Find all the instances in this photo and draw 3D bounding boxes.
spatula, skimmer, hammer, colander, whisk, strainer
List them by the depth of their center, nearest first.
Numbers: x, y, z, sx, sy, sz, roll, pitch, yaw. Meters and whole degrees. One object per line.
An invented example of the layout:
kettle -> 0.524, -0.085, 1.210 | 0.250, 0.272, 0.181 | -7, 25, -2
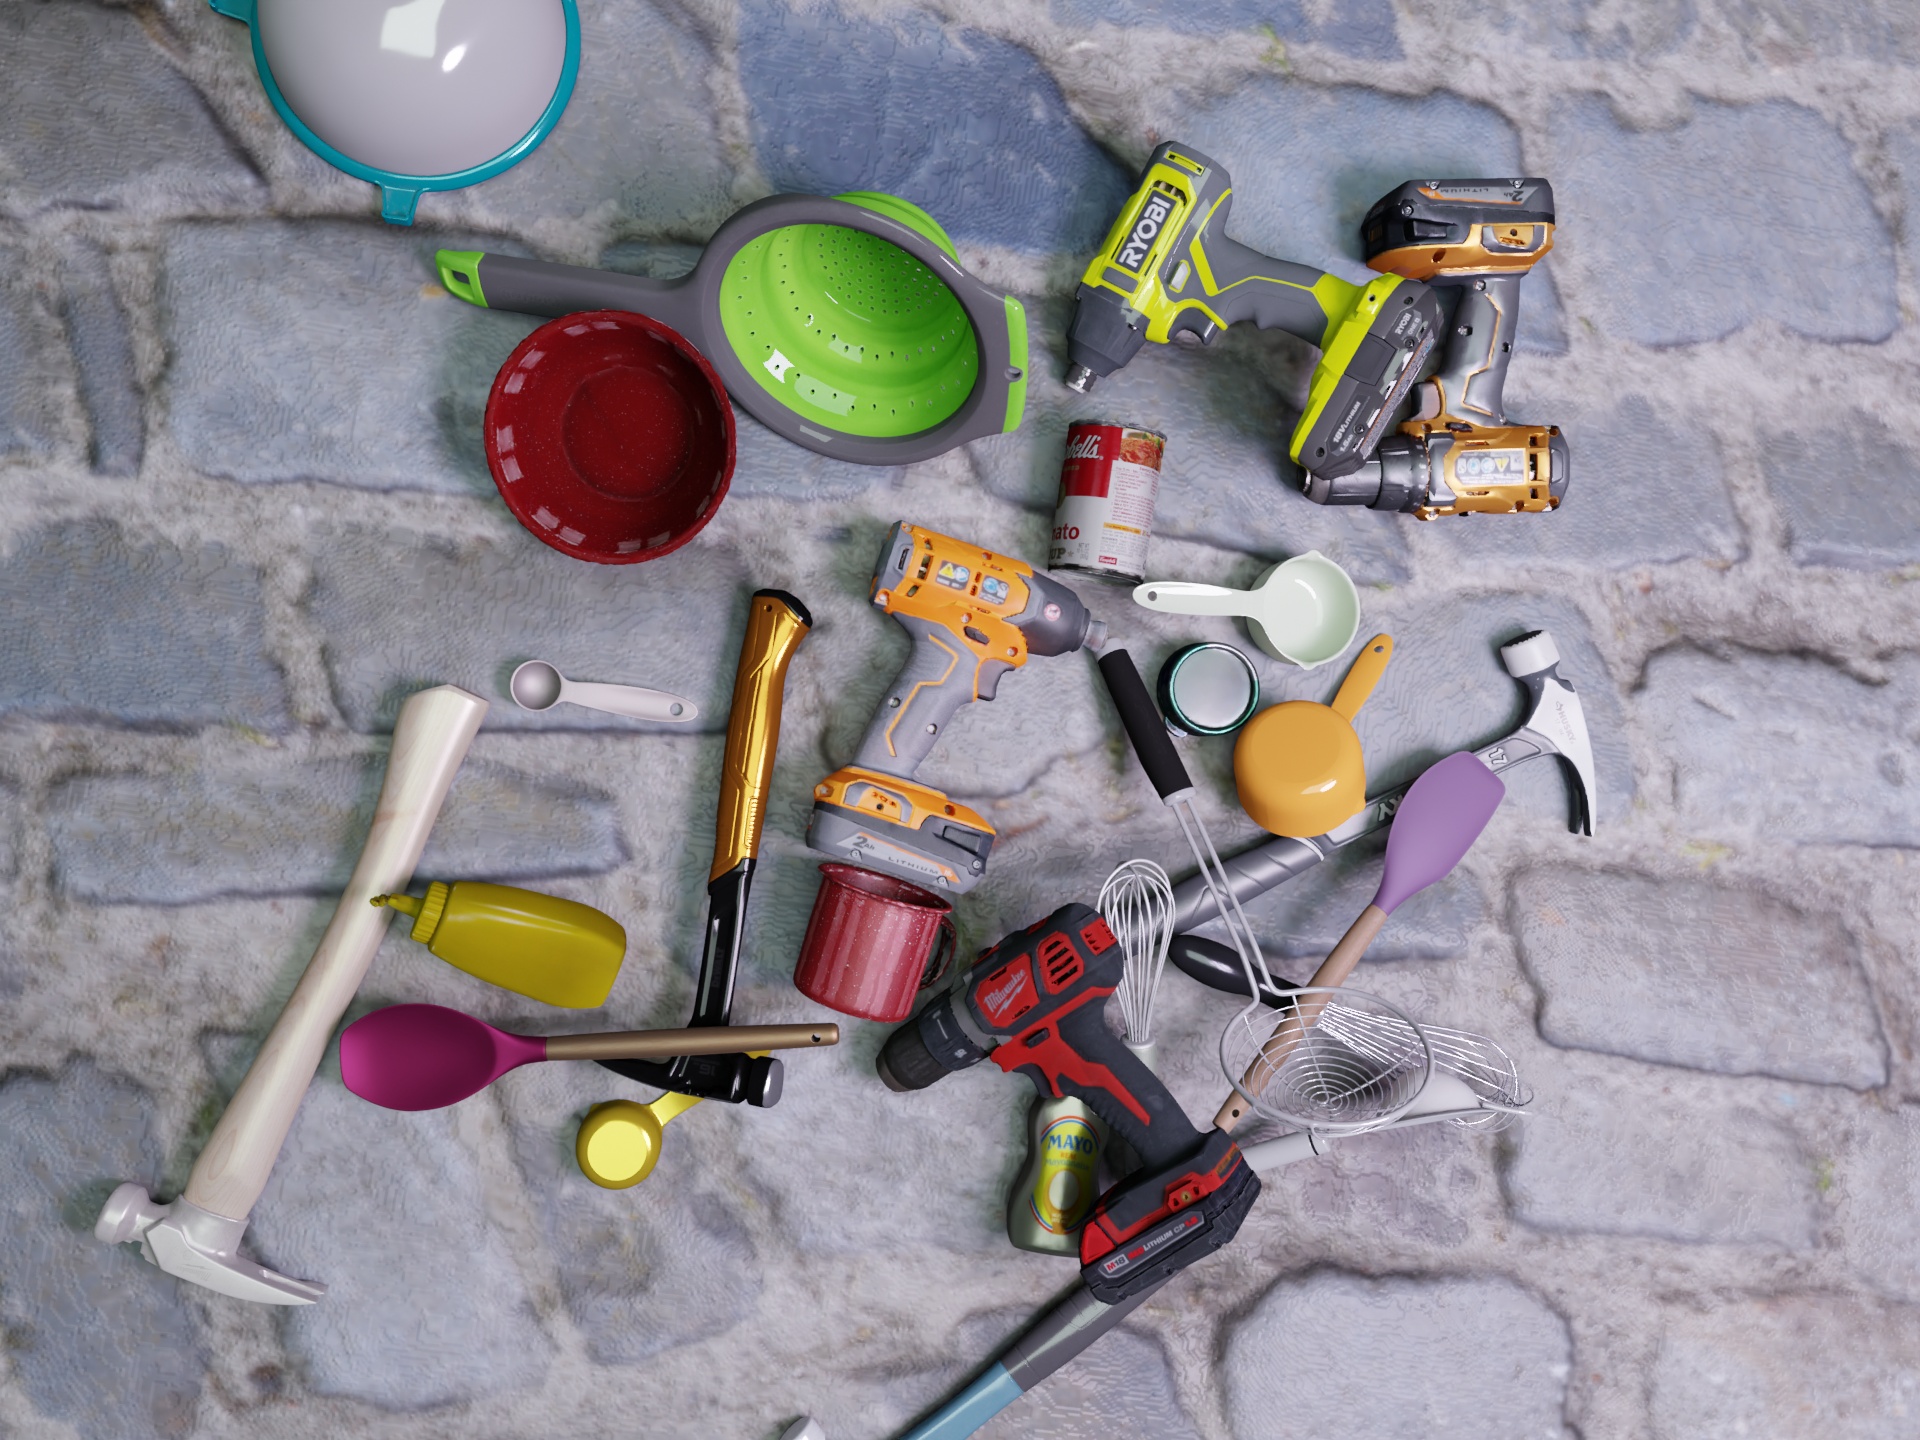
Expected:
skimmer -> 0.174, 0.092, 1.014 | 0.127, 0.090, 0.364 | -17, 69, -17
strainer -> -0.304, -0.495, 1.016 | 0.340, 0.095, 0.211 | -39, 94, -4
hammer -> -0.400, 0.171, 1.031 | 0.146, 0.038, 0.410 | 25, 87, -8
colander -> -0.142, -0.285, 1.035 | 0.397, 0.204, 0.095 | 11, 54, 8
hammer -> -0.155, 0.078, 1.053 | 0.127, 0.034, 0.337 | 8, 84, 13
spatula -> 0.265, 0.146, 1.068 | 0.059, 0.018, 0.316 | 41, 76, -5
whisk -> 0.118, 0.208, 1.069 | 0.059, 0.058, 0.246 | -12, 108, -26
strainer -> 0.248, 0.278, 1.071 | 0.258, 0.086, 0.050 | -22, 68, 17
hammer -> 0.045, 0.438, 1.086 | 0.331, 0.033, 0.128 | -37, 93, -6
whisk -> 0.267, 0.211, 1.094 | 0.284, 0.070, 0.070 | 25, 87, -8
hammer -> 0.261, 0.085, 1.115 | 0.409, 0.036, 0.149 | -25, 94, -6

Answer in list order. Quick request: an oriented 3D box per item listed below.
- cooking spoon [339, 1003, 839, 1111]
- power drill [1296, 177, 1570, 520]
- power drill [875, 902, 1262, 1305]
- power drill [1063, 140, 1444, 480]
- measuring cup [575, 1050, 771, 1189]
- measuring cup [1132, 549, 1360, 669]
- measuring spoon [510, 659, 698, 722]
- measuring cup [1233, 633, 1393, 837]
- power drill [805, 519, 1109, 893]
cooking spoon -> -0.235, 0.207, 1.007 | 0.319, 0.017, 0.069 | -3, 91, 2
power drill -> 0.324, -0.252, 1.104 | 0.185, 0.084, 0.226 | -3, 94, -5
power drill -> 0.064, 0.252, 1.022 | 0.188, 0.080, 0.227 | -37, 81, 22
power drill -> 0.187, -0.259, 1.056 | 0.223, 0.080, 0.171 | 32, 102, 16
measuring cup -> -0.187, 0.255, 1.060 | 0.156, 0.029, 0.062 | -35, 94, -5
measuring cup -> 0.192, -0.078, 1.095 | 0.167, 0.038, 0.083 | 4, 88, -14
measuring spoon -> -0.238, -0.015, 1.066 | 0.124, 0.018, 0.034 | 10, 88, -14
measuring cup -> 0.252, -0.004, 1.089 | 0.095, 0.052, 0.174 | 25, 70, 29
power drill -> -0.002, -0.003, 1.061 | 0.164, 0.084, 0.226 | 18, 84, -7
